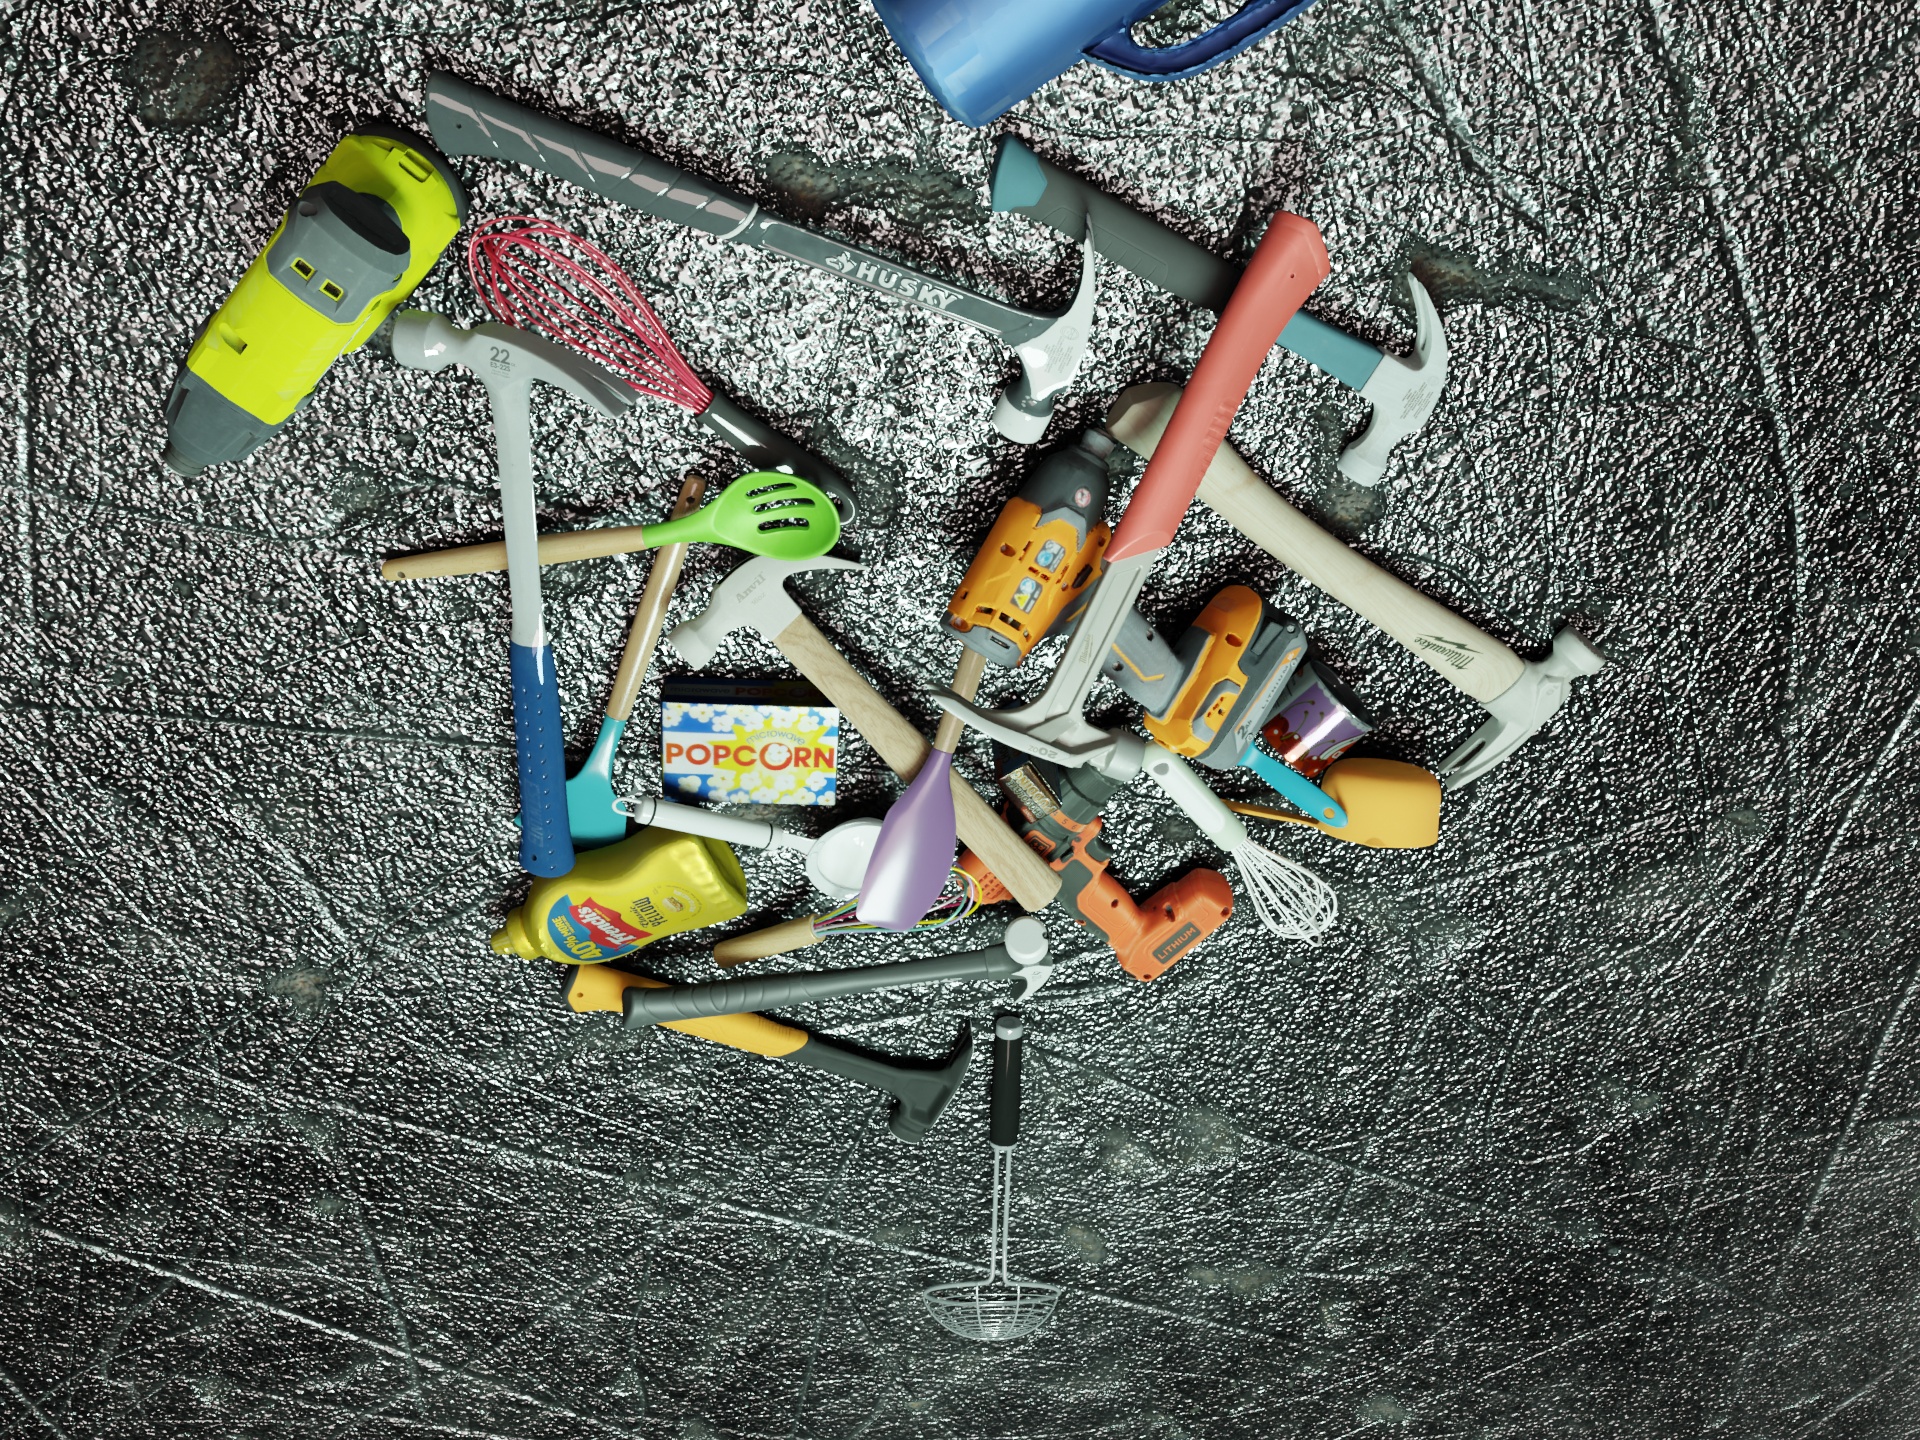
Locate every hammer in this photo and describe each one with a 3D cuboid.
[{"bbox_3d":[-0.111,-0.292,0.939,0.408,0.036,0.149,18,134,-13],"label":"hammer"},{"bbox_3d":[0.260,-0.096,1.107,0.410,0.038,0.146,31,116,-21],"label":"hammer"},{"bbox_3d":[-0.042,0.013,1.106,0.130,0.031,0.331,-45,109,-3],"label":"hammer"},{"bbox_3d":[0.116,-0.141,0.974,0.149,0.037,0.359,22,103,-18],"label":"hammer"},{"bbox_3d":[0.162,-0.268,0.991,0.330,0.033,0.128,23,118,-18],"label":"hammer"},{"bbox_3d":[-0.156,0.252,1.288,0.336,0.034,0.127,21,119,-17],"label":"hammer"},{"bbox_3d":[-0.274,-0.059,1.028,0.144,0.035,0.405,13,127,10],"label":"hammer"},{"bbox_3d":[-0.096,0.202,1.219,0.335,0.035,0.146,-8,158,1],"label":"hammer"}]

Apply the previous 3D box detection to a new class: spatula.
[{"bbox_3d":[-0.002,-0.003,1.088,0.059,0.018,0.316,15,98,-20],"label":"spatula"},{"bbox_3d":[-0.234,-0.031,1.112,0.082,0.044,0.317,18,114,-14],"label":"spatula"}]

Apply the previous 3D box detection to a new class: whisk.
[{"bbox_3d":[-0.174,-0.208,0.988,0.295,0.073,0.073,35,113,-31],"label":"whisk"},{"bbox_3d":[0.207,0.092,1.185,0.058,0.059,0.246,-31,124,23],"label":"whisk"},{"bbox_3d":[-0.088,0.154,1.195,0.245,0.051,0.047,-20,148,29],"label":"whisk"}]

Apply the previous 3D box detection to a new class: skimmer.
[{"bbox_3d":[0.033,0.406,1.406,0.127,0.090,0.363,1,112,-3],"label":"skimmer"}]

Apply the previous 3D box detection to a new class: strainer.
[{"bbox_3d":[-0.130,0.084,1.157,0.258,0.050,0.086,15,127,-29],"label":"strainer"}]

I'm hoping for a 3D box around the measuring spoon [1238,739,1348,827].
[{"bbox_3d":[0.225,0.040,1.154,0.129,0.021,0.042,37,116,17],"label":"measuring spoon"}]

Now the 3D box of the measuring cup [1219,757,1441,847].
[{"bbox_3d":[0.270,0.052,1.187,0.173,0.095,0.052,9,102,15],"label":"measuring cup"}]

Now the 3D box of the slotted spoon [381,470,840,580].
[{"bbox_3d":[-0.230,-0.119,1.036,0.314,0.031,0.070,-7,131,9],"label":"slotted spoon"}]

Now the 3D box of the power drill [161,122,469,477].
[{"bbox_3d":[-0.349,-0.229,0.857,0.080,0.223,0.171,38,112,-24],"label":"power drill"}]

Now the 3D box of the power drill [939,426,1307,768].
[{"bbox_3d":[0.117,-0.080,1.060,0.226,0.084,0.164,28,95,-23],"label":"power drill"}]
